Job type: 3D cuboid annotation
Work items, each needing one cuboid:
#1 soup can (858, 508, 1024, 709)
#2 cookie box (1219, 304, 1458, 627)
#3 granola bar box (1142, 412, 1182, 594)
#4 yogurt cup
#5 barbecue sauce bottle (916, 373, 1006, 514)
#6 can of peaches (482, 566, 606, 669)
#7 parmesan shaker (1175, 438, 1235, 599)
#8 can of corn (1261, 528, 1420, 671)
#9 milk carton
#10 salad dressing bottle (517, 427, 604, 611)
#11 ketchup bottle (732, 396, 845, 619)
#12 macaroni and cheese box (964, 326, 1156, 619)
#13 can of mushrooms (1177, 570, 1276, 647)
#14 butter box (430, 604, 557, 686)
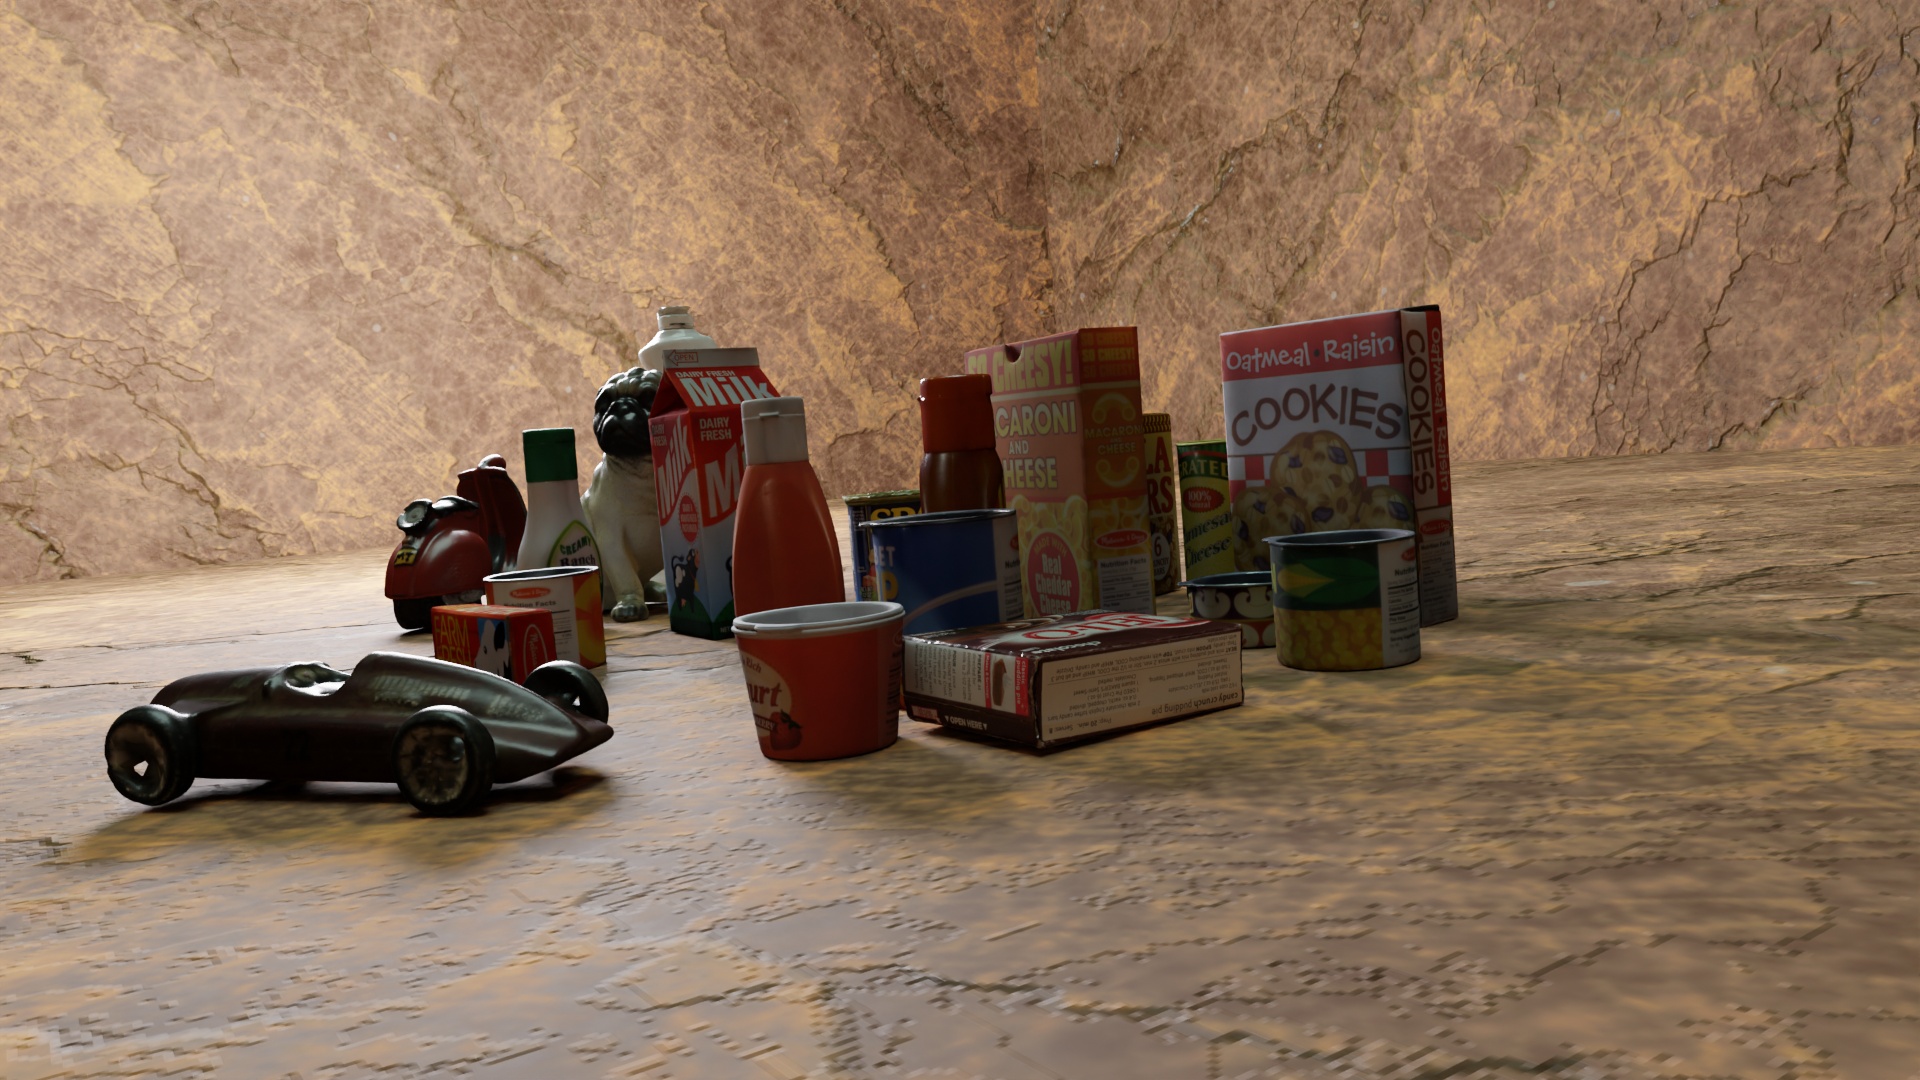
[{"bbox_3d":[-0.007,0.030,0.627,0.071,0.083,0.071,-5,4,0],"label":"soup can"},{"bbox_3d":[0.208,-0.040,0.772,0.040,0.167,0.123,-7,5,-39],"label":"cookie box"},{"bbox_3d":[0.084,-0.018,0.908,0.039,0.124,0.166,-2,5,38],"label":"granola bar box"},{"bbox_3d":[-0.054,0.055,0.548,0.072,0.054,0.072,-5,4,0],"label":"yogurt cup"},{"bbox_3d":[0.003,-0.009,0.701,0.044,0.148,0.065,-4,4,10],"label":"barbecue sauce bottle"},{"bbox_3d":[-0.246,0.047,0.827,0.071,0.058,0.071,-5,4,0],"label":"can of peaches"},{"bbox_3d":[0.177,-0.014,0.892,0.071,0.103,0.071,-5,4,0],"label":"parmesan shaker"},{"bbox_3d":[0.176,0.027,0.646,0.071,0.058,0.071,-5,4,0],"label":"can of corn"},{"bbox_3d":[-0.158,-0.034,0.933,0.072,0.190,0.073,-7,4,-34],"label":"milk carton"},{"bbox_3d":[-0.290,-0.007,0.999,0.044,0.147,0.064,-2,4,33],"label":"salad dressing bottle"},{"bbox_3d":[-0.103,-0.008,0.809,0.065,0.148,0.043,-5,4,0],"label":"ketchup bottle"},{"bbox_3d":[0.050,-0.024,0.736,0.040,0.166,0.123,-6,4,-27],"label":"macaroni and cheese box"},{"bbox_3d":[0.150,0.035,0.727,0.071,0.033,0.071,-5,4,0],"label":"can of mushrooms"},{"bbox_3d":[-0.230,0.059,0.685,0.024,0.053,0.103,-8,5,-40],"label":"butter box"}]
